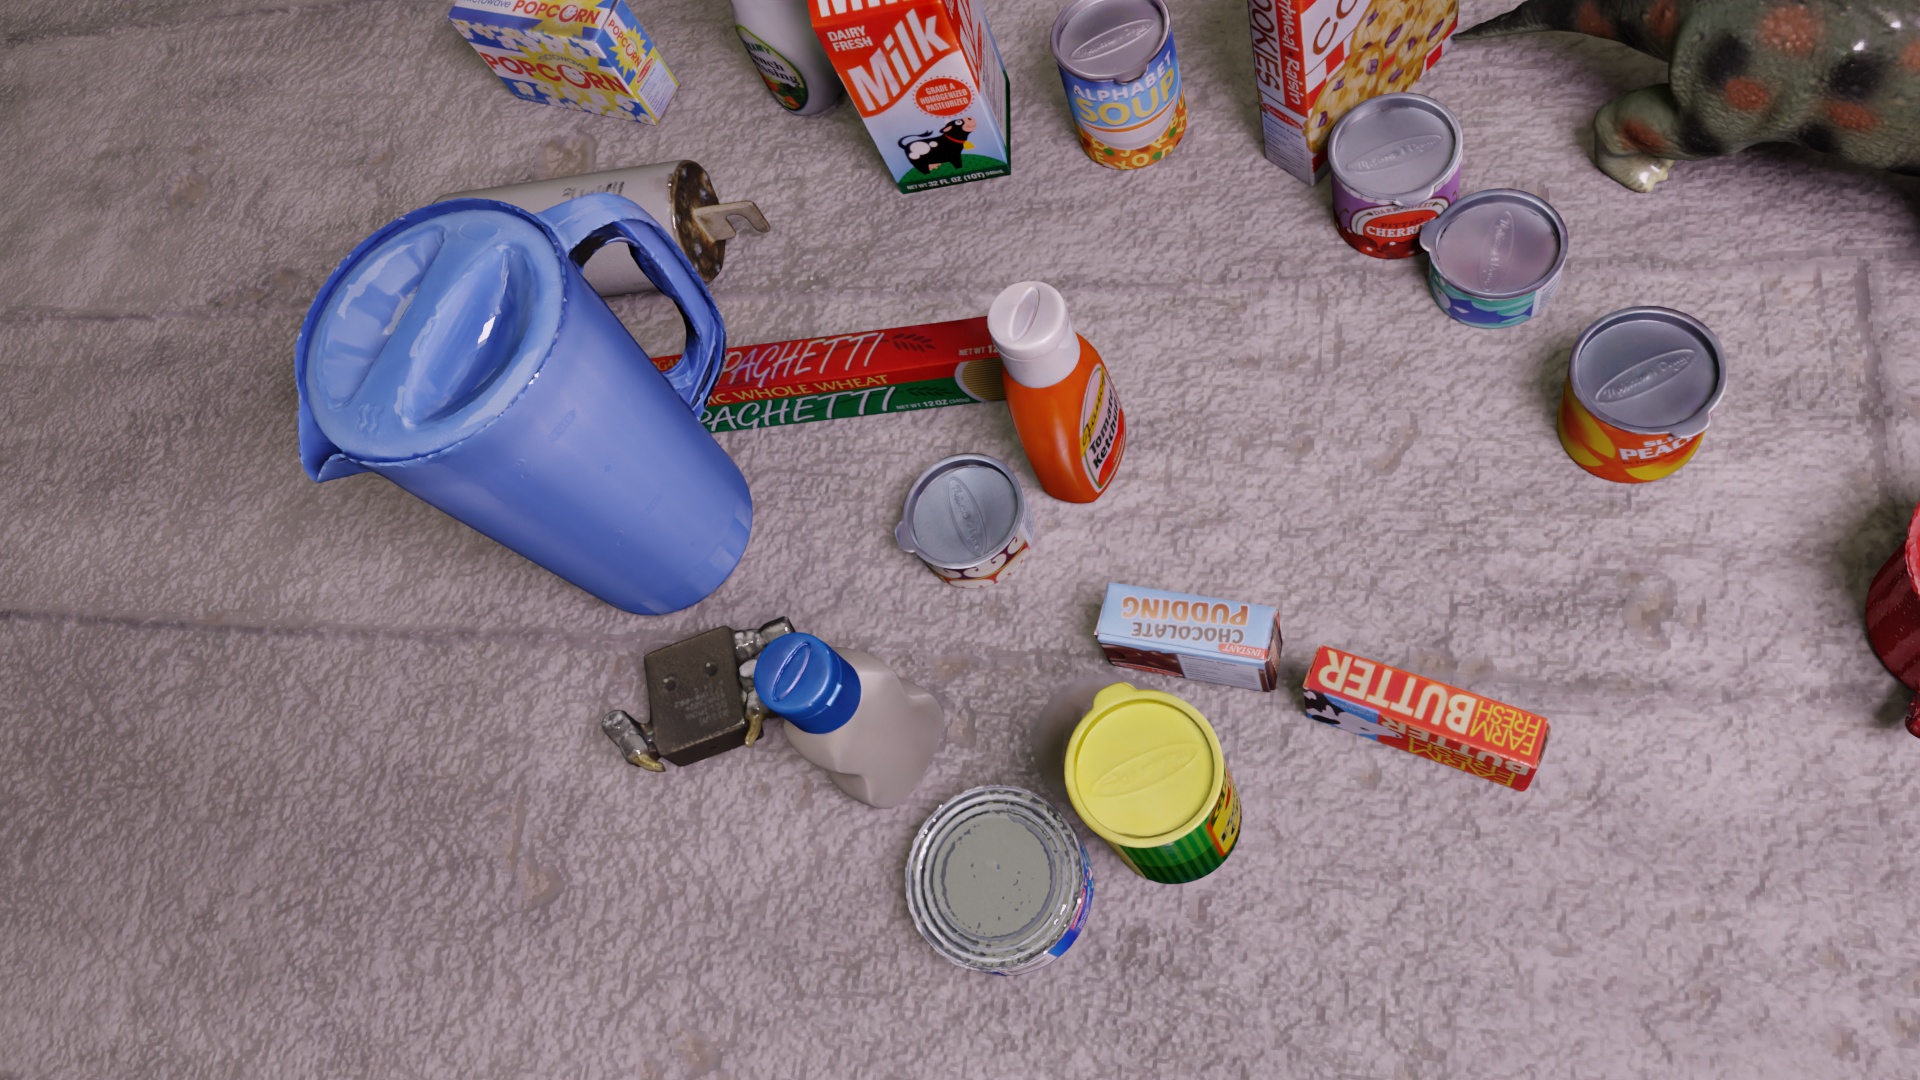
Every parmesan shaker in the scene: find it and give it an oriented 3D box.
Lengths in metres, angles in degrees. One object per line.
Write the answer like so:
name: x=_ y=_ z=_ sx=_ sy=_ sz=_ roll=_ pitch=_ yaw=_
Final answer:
parmesan shaker: x=0.088 y=0.110 z=0.621 sx=0.071 sy=0.103 sz=0.071 roll=-6 pitch=66 yaw=14

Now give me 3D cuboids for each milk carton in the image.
milk carton: x=-0.029 y=-0.283 z=0.774 sx=0.072 sy=0.190 sz=0.074 roll=-6 pitch=67 yaw=14

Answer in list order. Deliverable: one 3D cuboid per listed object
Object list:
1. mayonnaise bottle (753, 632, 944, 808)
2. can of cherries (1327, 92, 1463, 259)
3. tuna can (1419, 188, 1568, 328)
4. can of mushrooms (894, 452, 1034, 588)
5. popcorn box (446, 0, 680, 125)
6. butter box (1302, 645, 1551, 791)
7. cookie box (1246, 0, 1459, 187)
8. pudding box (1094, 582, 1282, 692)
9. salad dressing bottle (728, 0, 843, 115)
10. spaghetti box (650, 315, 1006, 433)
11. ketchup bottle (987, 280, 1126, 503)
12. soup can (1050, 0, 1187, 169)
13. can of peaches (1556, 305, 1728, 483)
mayonnaise bottle: x=-0.051 y=0.081 z=0.649 sx=0.041 sy=0.147 sz=0.065 roll=23 pitch=76 yaw=24
can of cherries: x=0.229 y=-0.189 z=0.732 sx=0.071 sy=0.058 sz=0.072 roll=-6 pitch=66 yaw=14
tuna can: x=0.273 y=-0.145 z=0.715 sx=0.071 sy=0.032 sz=0.071 roll=-6 pitch=66 yaw=14
can of mushrooms: x=0.003 y=-0.009 z=0.736 sx=0.071 sy=0.033 sz=0.071 roll=-6 pitch=66 yaw=14
popcorn box: x=-0.262 y=-0.325 z=0.921 sx=0.127 sy=0.085 sz=0.038 roll=17 pitch=74 yaw=22
butter box: x=0.208 y=0.080 z=0.626 sx=0.103 sy=0.053 sz=0.024 roll=18 pitch=74 yaw=23
cookie box: x=0.205 y=-0.283 z=0.718 sx=0.123 sy=0.167 sz=0.040 roll=-46 pitch=63 yaw=-5
pudding box: x=0.111 y=0.047 z=0.671 sx=0.084 sy=0.049 sz=0.030 roll=8 pitch=71 yaw=19
salad dressing bottle: x=-0.116 y=-0.321 z=0.840 sx=0.064 sy=0.147 sz=0.044 roll=36 pitch=82 yaw=26
spaghetti box: x=-0.068 y=-0.092 z=0.783 sx=0.250 sy=0.050 sz=0.029 roll=-5 pitch=67 yaw=14
ketchup bottle: x=0.048 y=-0.074 z=0.686 sx=0.043 sy=0.148 sz=0.065 roll=12 pitch=72 yaw=21
soup can: x=0.092 y=-0.259 z=0.788 sx=0.071 sy=0.083 sz=0.071 roll=-6 pitch=66 yaw=14
can of peaches: x=0.319 y=-0.065 z=0.653 sx=0.071 sy=0.058 sz=0.071 roll=-6 pitch=66 yaw=14
